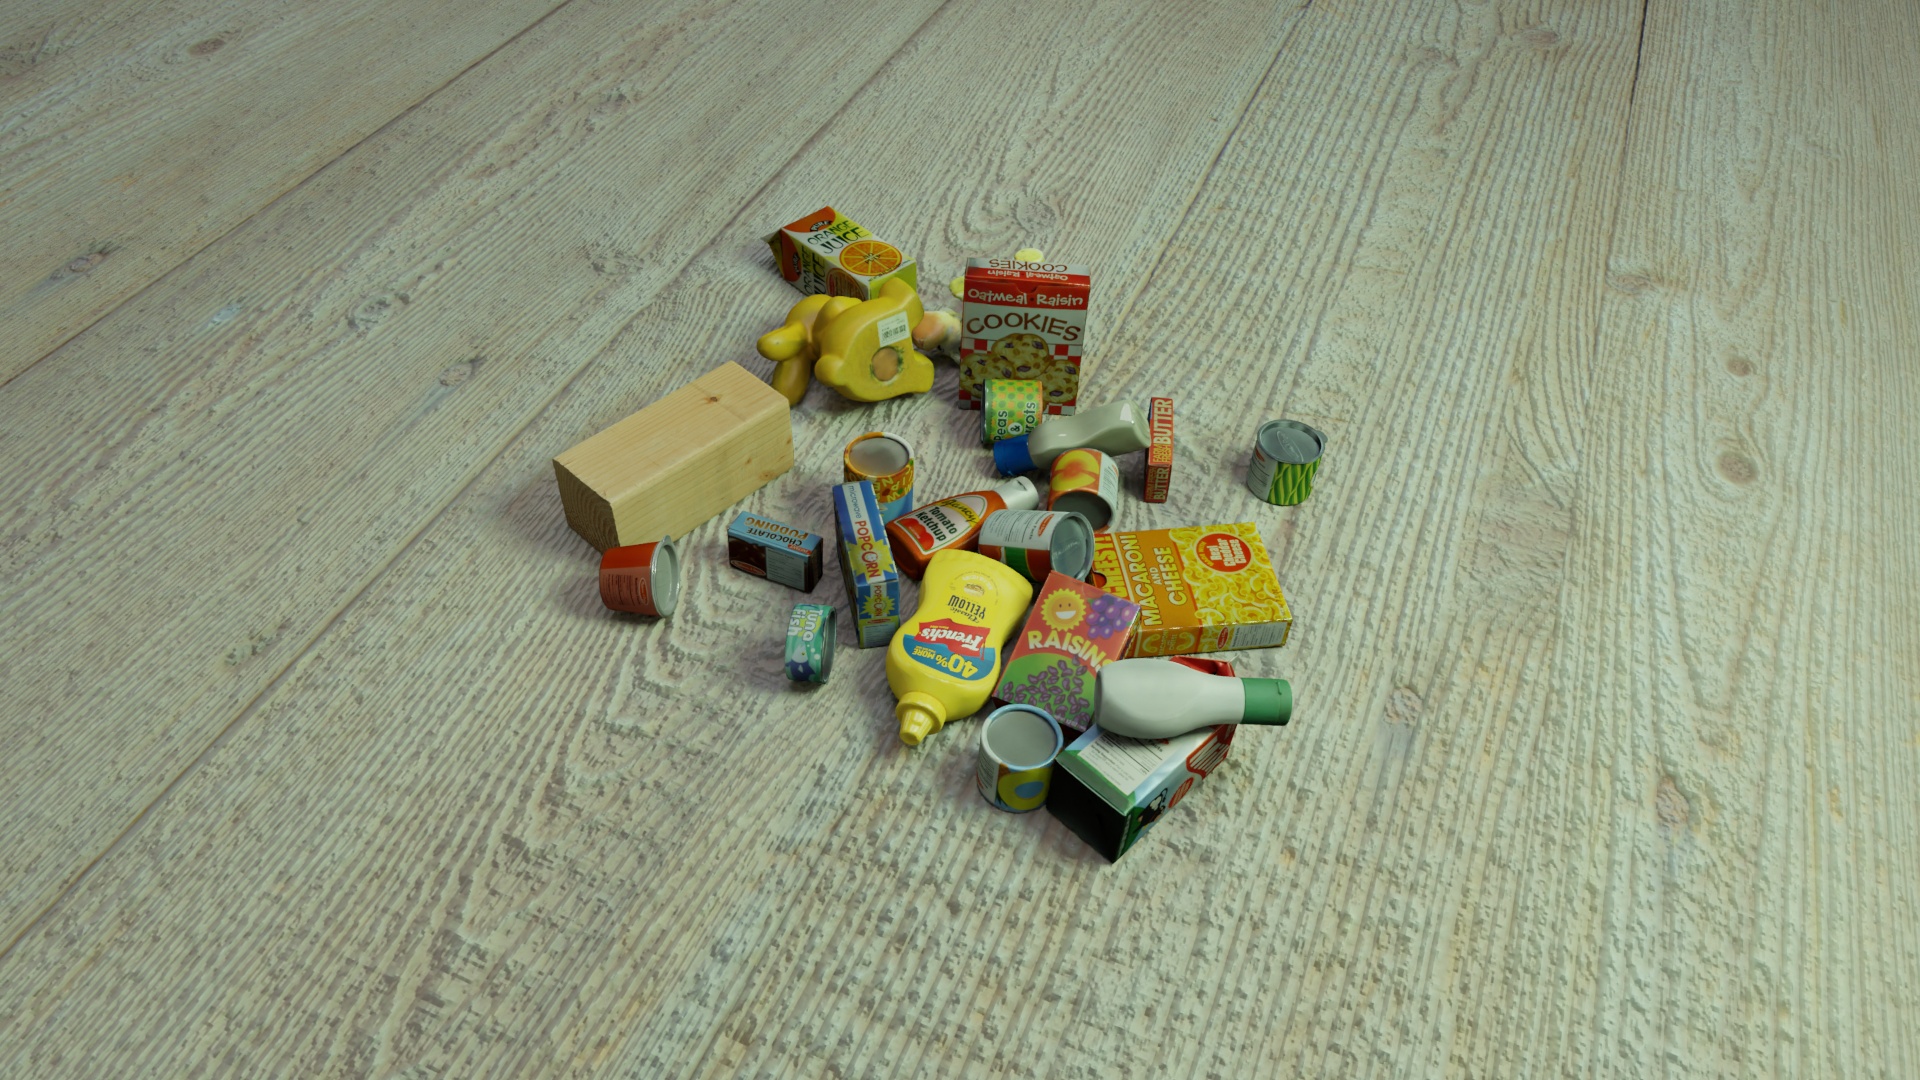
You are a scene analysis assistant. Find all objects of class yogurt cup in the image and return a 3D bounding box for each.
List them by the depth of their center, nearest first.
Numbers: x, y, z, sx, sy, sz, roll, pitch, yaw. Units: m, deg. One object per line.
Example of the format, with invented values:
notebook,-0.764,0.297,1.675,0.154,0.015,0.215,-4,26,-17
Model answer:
yogurt cup,-0.282,0.033,1.217,0.054,0.072,0.073,-1,45,7

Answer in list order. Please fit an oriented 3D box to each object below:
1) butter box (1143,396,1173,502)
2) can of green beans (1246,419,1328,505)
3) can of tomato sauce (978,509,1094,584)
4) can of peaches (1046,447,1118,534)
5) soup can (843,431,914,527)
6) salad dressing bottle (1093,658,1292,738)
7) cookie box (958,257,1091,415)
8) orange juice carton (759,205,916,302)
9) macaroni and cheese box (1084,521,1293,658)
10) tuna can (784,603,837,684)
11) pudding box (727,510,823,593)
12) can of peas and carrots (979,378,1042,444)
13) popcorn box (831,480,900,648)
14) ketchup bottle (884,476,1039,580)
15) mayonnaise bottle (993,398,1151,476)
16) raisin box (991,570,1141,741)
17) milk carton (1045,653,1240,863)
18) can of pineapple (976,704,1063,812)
butter box,0.196,-0.090,1.377,0.024,0.052,0.104,5,45,4
can of green beans,0.320,-0.077,1.368,0.071,0.057,0.071,2,45,-2
can of tomato sauce,0.068,0.007,1.245,0.083,0.071,0.071,3,37,40
can of peaches,0.114,-0.044,1.318,0.071,0.070,0.058,6,46,3
soup can,-0.079,-0.049,1.296,0.071,0.083,0.072,2,46,-2
salad dressing bottle,0.179,0.123,1.071,0.148,0.043,0.064,2,46,-3
cookie box,0.062,-0.203,1.399,0.123,0.166,0.040,4,46,0
orange juice carton,-0.139,-0.312,1.560,0.072,0.072,0.193,-34,56,-31
macaroni and cheese box,0.199,0.043,1.254,0.167,0.040,0.124,-4,46,-7
tuna can,-0.126,0.085,1.169,0.033,0.070,0.071,6,45,4
pudding box,-0.167,0.010,1.256,0.084,0.049,0.030,18,45,14
can of peas and carrots,0.051,-0.128,1.395,0.059,0.070,0.071,1,45,-3
popcorn box,-0.084,0.020,1.227,0.038,0.084,0.127,-9,47,-10
ketchup bottle,0.005,-0.016,1.298,0.149,0.043,0.065,-25,54,-26
mayonnaise bottle,0.106,-0.096,1.345,0.148,0.064,0.041,-13,65,21
raisin box,0.090,0.097,1.164,0.086,0.040,0.124,20,69,18
milk carton,0.161,0.162,1.112,0.073,0.072,0.191,37,55,27
can of pineapple,0.049,0.172,1.104,0.071,0.057,0.071,2,45,-2
